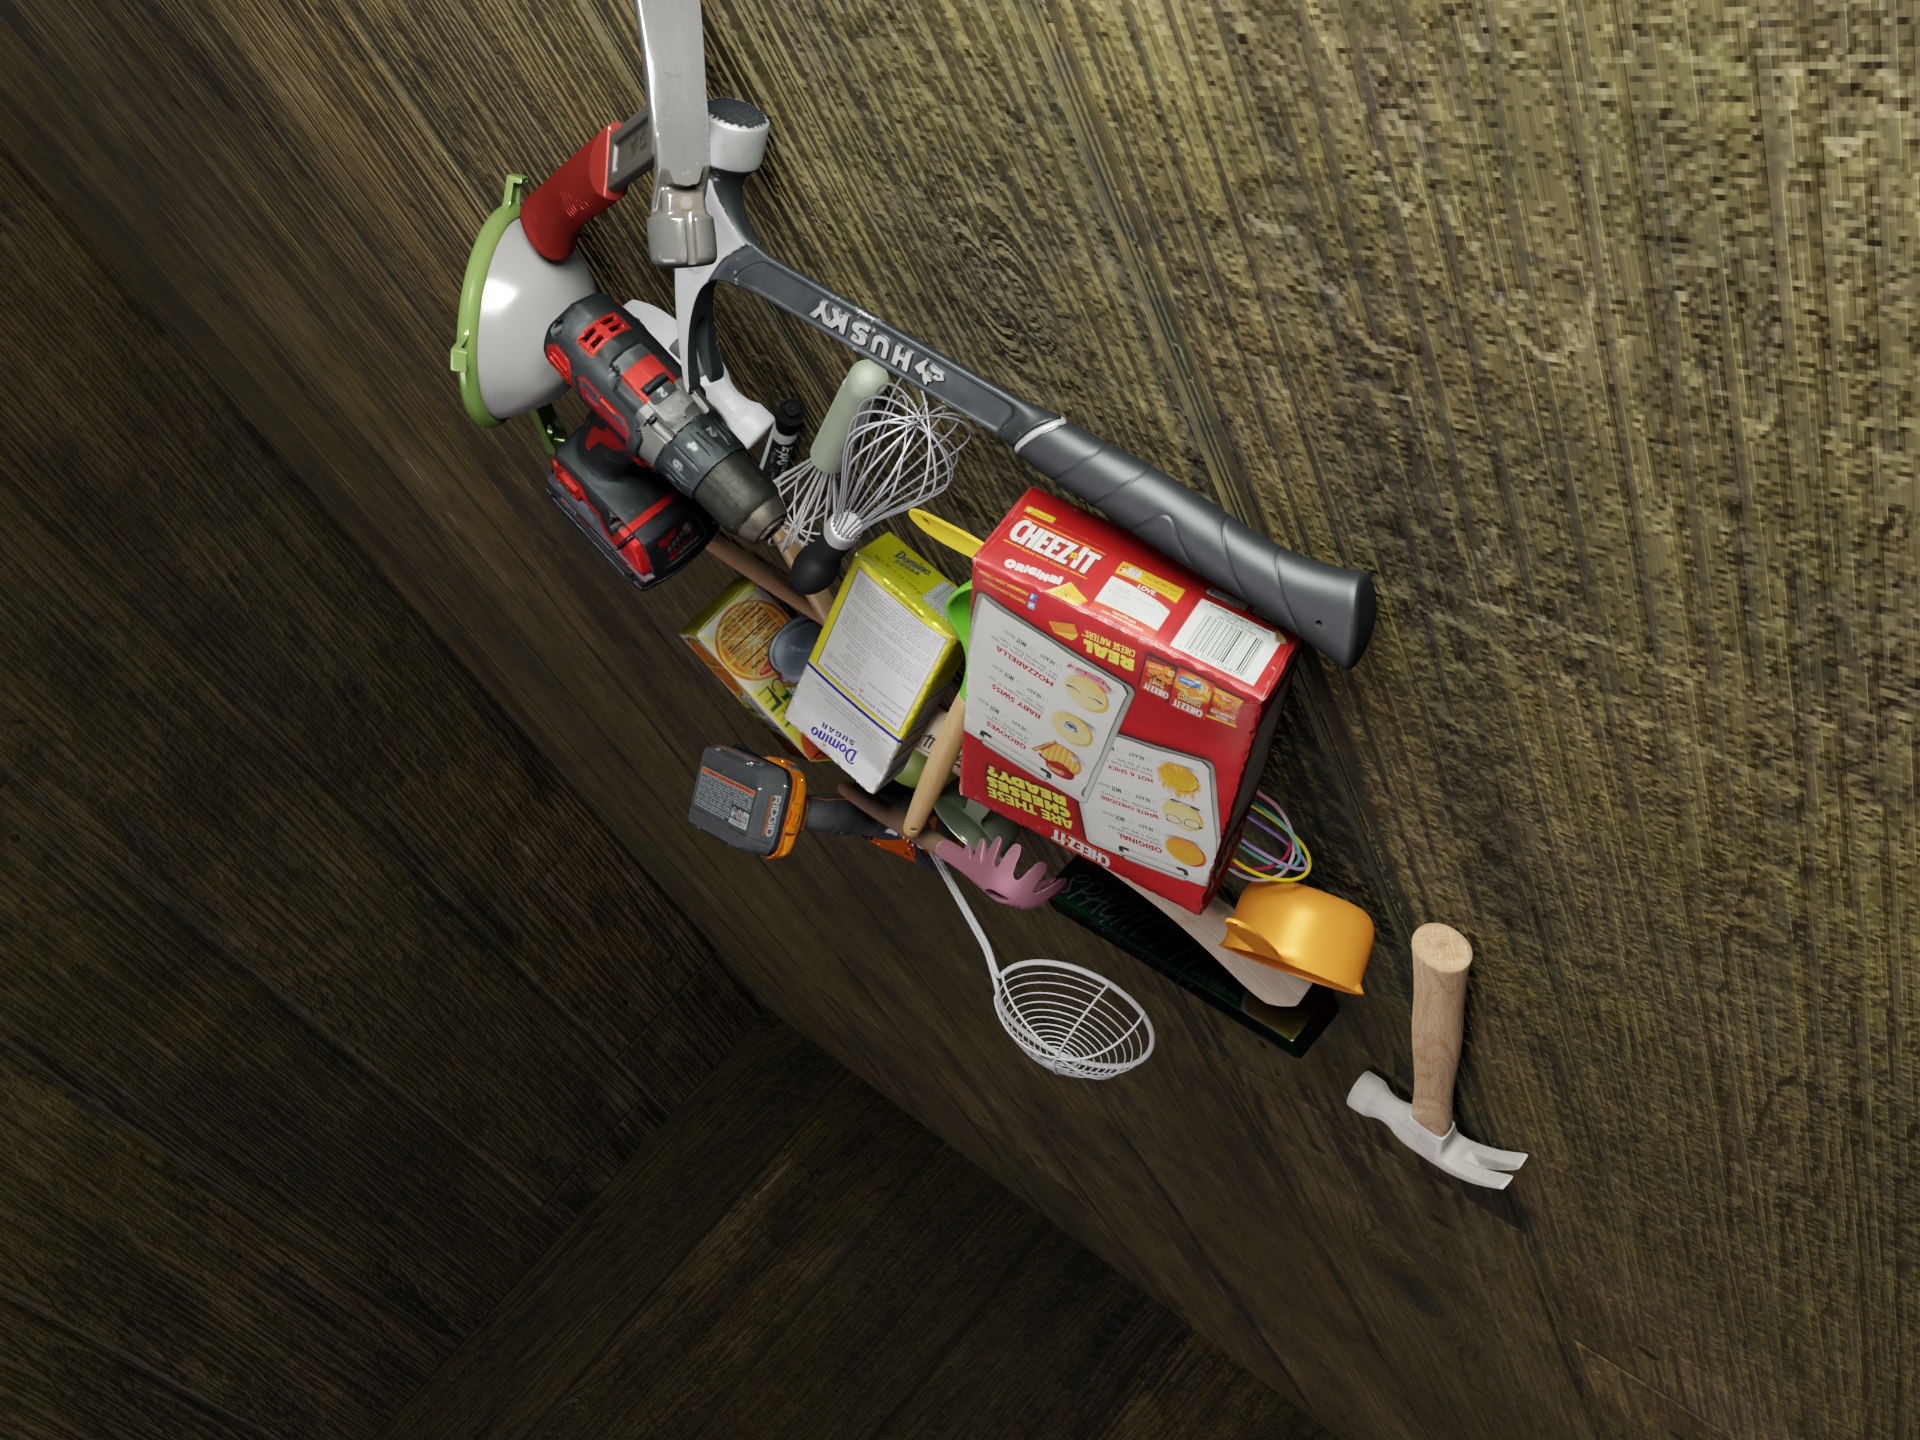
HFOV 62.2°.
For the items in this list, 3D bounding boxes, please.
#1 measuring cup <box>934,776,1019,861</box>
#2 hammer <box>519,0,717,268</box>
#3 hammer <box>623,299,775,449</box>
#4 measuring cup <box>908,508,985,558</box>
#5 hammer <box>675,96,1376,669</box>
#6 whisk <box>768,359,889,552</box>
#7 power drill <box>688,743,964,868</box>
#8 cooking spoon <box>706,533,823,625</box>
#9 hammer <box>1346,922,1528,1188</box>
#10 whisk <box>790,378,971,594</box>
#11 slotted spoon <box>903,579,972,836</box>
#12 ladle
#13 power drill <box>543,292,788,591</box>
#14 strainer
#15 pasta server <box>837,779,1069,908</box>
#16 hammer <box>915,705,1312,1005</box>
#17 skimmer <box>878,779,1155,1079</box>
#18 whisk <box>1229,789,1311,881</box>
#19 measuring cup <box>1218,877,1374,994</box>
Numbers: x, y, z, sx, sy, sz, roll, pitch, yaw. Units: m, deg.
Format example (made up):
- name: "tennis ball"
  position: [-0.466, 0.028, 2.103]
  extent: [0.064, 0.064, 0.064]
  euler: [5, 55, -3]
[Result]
- name: "measuring cup"
  position: [0.022, 0.065, 1.304]
  extent: [0.083, 0.038, 0.167]
  euler: [41, 160, 8]
- name: "hammer"
  position: [-0.197, -0.309, 0.869]
  extent: [0.359, 0.036, 0.149]
  euler: [-158, 62, -64]
- name: "hammer"
  position: [-0.228, -0.221, 1.192]
  extent: [0.128, 0.033, 0.331]
  euler: [46, 162, -11]
- name: "measuring cup"
  position: [0.027, -0.104, 0.927]
  extent: [0.157, 0.029, 0.062]
  euler: [31, 158, 41]
- name: "hammer"
  position: [0.020, -0.143, 0.773]
  extent: [0.409, 0.036, 0.149]
  euler: [34, 131, 14]
- name: "whisk"
  position: [-0.083, -0.162, 0.999]
  extent: [0.059, 0.058, 0.246]
  euler: [39, 158, -4]
- name: "power drill"
  position: [-0.127, 0.078, 1.444]
  extent: [0.226, 0.084, 0.164]
  euler: [10, -175, -39]
- name: "cooking spoon"
  position: [-0.203, -0.146, 1.331]
  extent: [0.319, 0.017, 0.068]
  euler: [33, 155, 28]
- name: "hammer"
  position: [0.314, 0.223, 1.045]
  extent: [0.130, 0.031, 0.331]
  euler: [33, 159, 31]
- name: "whisk"
  position: [-0.062, -0.126, 0.966]
  extent: [0.070, 0.070, 0.284]
  euler: [44, 157, -4]
- name: "slotted spoon"
  position: [-0.002, -0.003, 1.076]
  extent: [0.070, 0.031, 0.313]
  euler: [13, 144, -7]
- name: "ladle"
  position: [-0.085, -0.072, 1.228]
  extent: [0.078, 0.062, 0.320]
  euler: [-5, 125, 39]
- name: "power drill"
  position: [-0.201, -0.166, 1.076]
  extent: [0.188, 0.080, 0.226]
  euler: [46, 159, 1]
- name: "strainer"
  position: [-0.288, -0.252, 1.133]
  extent: [0.069, 0.152, 0.256]
  euler: [10, 161, 1]
- name: "pasta server"
  position: [-0.020, 0.085, 1.222]
  extent: [0.060, 0.040, 0.316]
  euler: [38, 173, -31]
- name: "hammer"
  position: [0.080, 0.066, 1.145]
  extent: [0.411, 0.038, 0.146]
  euler: [34, 136, 12]
- name: "skimmer"
  position: [0.025, 0.133, 1.281]
  extent: [0.364, 0.090, 0.127]
  euler: [58, 154, 32]
- name: "whisk"
  position: [0.118, 0.025, 1.000]
  extent: [0.245, 0.047, 0.051]
  euler: [37, 163, 28]
- name: "measuring cup"
  position: [0.195, 0.118, 0.953]
  extent: [0.095, 0.052, 0.173]
  euler: [16, 169, 30]
